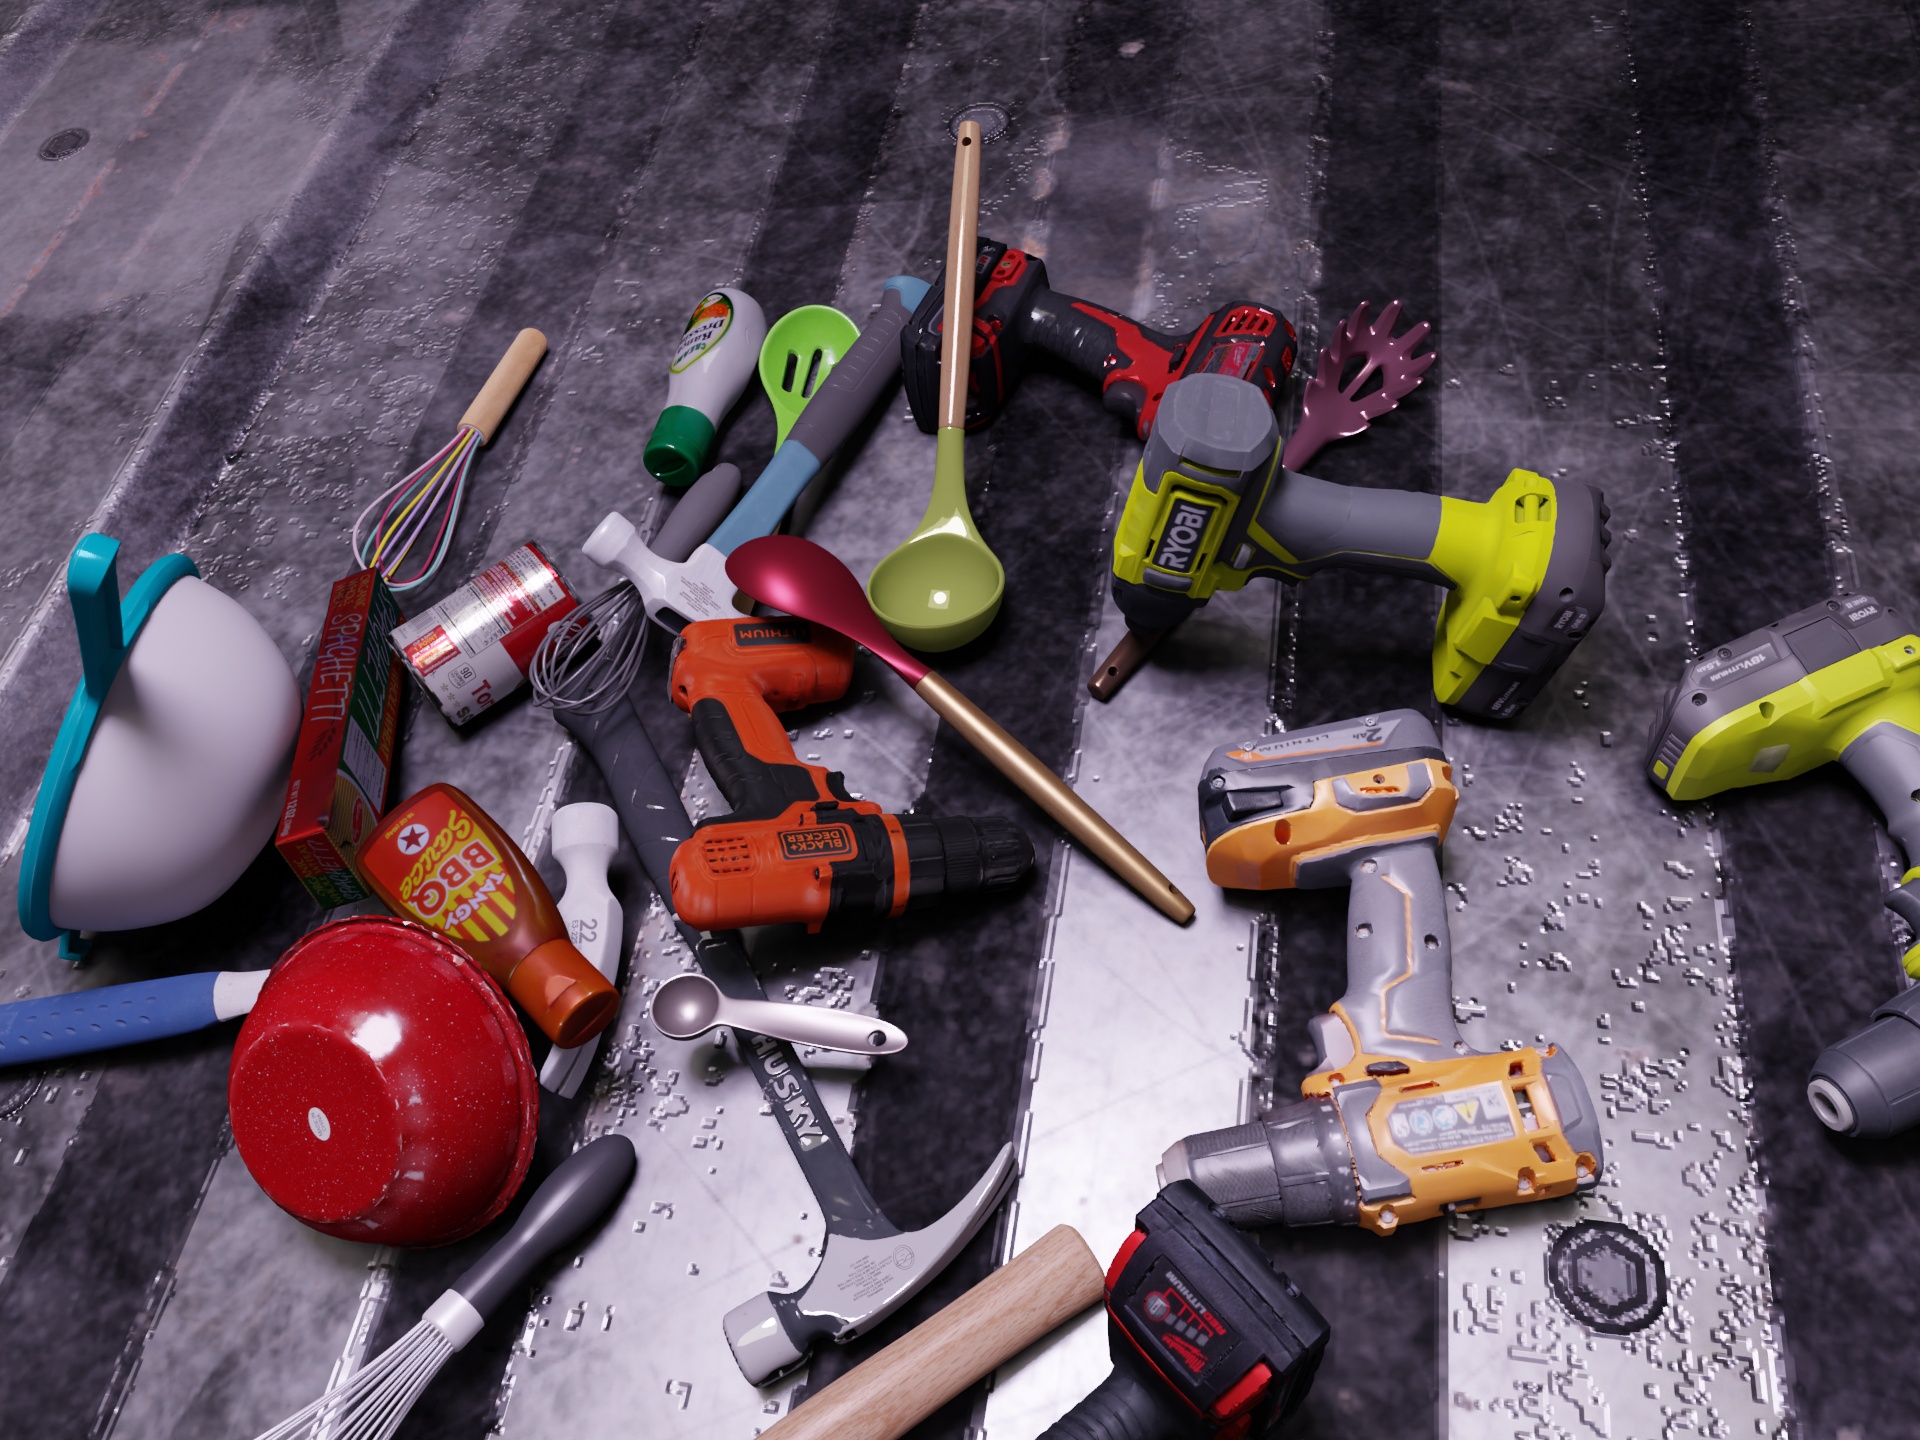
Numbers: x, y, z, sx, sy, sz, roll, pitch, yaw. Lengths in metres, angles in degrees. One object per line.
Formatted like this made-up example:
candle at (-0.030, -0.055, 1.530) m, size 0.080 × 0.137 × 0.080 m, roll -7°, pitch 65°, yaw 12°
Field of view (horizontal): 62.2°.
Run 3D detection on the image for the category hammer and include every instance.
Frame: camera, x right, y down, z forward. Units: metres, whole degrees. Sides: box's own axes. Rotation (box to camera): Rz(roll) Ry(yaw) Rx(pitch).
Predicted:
hammer at (-0.079, 0.308, 0.635) m, size 0.331 × 0.031 × 0.130 m, roll -27°, pitch 72°, yaw -20°
hammer at (-0.367, 0.145, 0.810) m, size 0.405 × 0.035 × 0.144 m, roll -10°, pitch 63°, yaw 7°
hammer at (-0.091, -0.170, 0.966) m, size 0.128 × 0.033 × 0.331 m, roll 41°, pitch 52°, yaw -16°
hammer at (-0.119, 0.113, 0.805) m, size 0.149 × 0.036 × 0.409 m, roll -27°, pitch 55°, yaw -10°

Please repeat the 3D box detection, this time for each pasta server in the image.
pasta server at (0.173, -0.129, 0.920) m, size 0.060 × 0.040 × 0.316 m, roll 39°, pitch 69°, yaw 6°

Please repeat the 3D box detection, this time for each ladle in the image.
ladle at (-0.001, -0.003, 0.827) m, size 0.315 × 0.031 × 0.069 m, roll 41°, pitch 38°, yaw 14°
ladle at (-0.006, -0.196, 0.913) m, size 0.078 × 0.062 × 0.320 m, roll 2°, pitch 83°, yaw 10°

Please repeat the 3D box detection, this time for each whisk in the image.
whisk at (-0.240, 0.280, 0.675) m, size 0.070 × 0.070 × 0.285 m, roll 26°, pitch 49°, yaw 25°
whisk at (-0.326, -0.173, 1.036) m, size 0.051 × 0.047 × 0.245 m, roll 8°, pitch 54°, yaw 16°
whisk at (-0.180, -0.083, 0.924) m, size 0.055 × 0.055 × 0.239 m, roll 9°, pitch 43°, yaw 16°

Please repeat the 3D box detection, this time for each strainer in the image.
strainer at (-0.380, 0.003, 0.788) m, size 0.095 × 0.340 × 0.211 m, roll 19°, pitch 63°, yaw -17°

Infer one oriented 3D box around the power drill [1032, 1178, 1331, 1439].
power drill at (0.027, 0.274, 0.578) m, size 0.227 × 0.187 × 0.080 m, roll -36°, pitch 58°, yaw -20°

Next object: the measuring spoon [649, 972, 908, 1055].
measuring spoon at (-0.085, 0.145, 0.750) m, size 0.124 × 0.018 × 0.034 m, roll 8°, pitch 51°, yaw 6°

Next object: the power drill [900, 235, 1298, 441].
power drill at (0.081, -0.210, 0.972) m, size 0.220 × 0.078 × 0.143 m, roll 19°, pitch 61°, yaw 18°

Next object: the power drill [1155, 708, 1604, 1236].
power drill at (0.165, 0.119, 0.727) m, size 0.185 × 0.084 × 0.226 m, roll -12°, pitch 59°, yaw 3°

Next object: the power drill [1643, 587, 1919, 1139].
power drill at (0.420, 0.065, 0.720) m, size 0.190 × 0.080 × 0.229 m, roll -22°, pitch 57°, yaw -6°

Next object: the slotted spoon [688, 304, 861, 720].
slotted spoon at (-0.119, -0.133, 0.980) m, size 0.070 × 0.031 × 0.314 m, roll 15°, pitch 60°, yaw -4°

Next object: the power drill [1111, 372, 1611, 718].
power drill at (0.191, -0.079, 0.803) m, size 0.223 × 0.171 × 0.080 m, roll 14°, pitch 58°, yaw 1°
